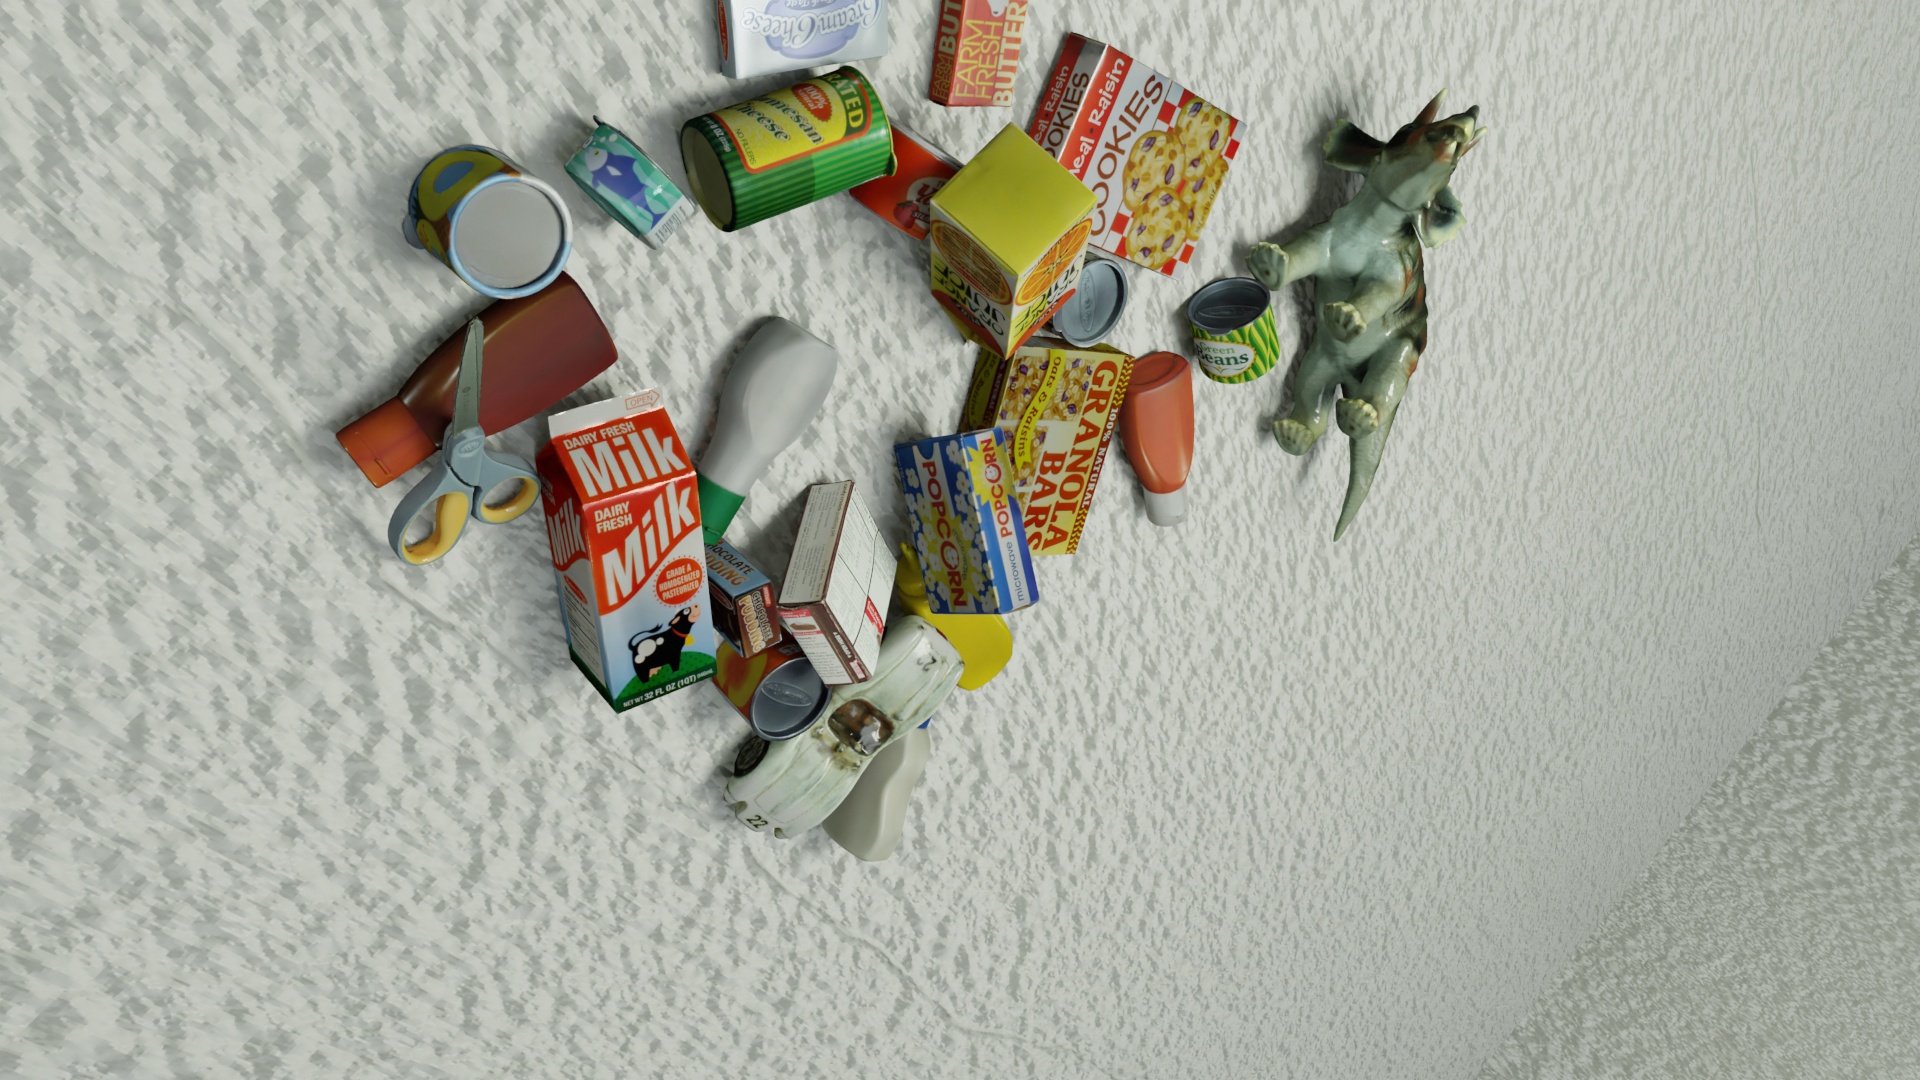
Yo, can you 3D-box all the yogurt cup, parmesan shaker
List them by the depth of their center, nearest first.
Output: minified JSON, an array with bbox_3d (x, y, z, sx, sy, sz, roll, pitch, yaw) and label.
[{"bbox_3d":[-0.098,-0.221,0.791,0.103,0.071,0.071,-27,130,-23],"label":"parmesan shaker"},{"bbox_3d":[-0.032,-0.222,0.858,0.072,0.072,0.054,19,110,-46],"label":"yogurt cup"}]

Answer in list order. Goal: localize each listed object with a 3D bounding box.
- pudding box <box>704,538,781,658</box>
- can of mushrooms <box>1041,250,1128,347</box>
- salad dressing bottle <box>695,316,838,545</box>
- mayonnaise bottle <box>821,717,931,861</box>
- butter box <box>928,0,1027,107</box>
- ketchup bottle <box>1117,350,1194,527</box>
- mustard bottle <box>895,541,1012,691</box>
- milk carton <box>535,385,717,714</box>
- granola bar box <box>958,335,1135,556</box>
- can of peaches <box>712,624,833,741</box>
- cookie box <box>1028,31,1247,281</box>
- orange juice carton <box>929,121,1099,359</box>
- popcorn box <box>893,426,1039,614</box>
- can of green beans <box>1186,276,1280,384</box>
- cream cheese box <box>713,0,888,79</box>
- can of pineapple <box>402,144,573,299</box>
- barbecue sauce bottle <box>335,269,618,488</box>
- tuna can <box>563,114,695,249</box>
[{"bbox_3d":[-0.150,0.033,0.895,0.030,0.084,0.049,-25,129,-28],"label":"pudding box"},{"bbox_3d":[0.085,-0.176,1.008,0.071,0.033,0.070,-22,128,-30],"label":"can of mushrooms"},{"bbox_3d":[-0.133,-0.068,0.879,0.064,0.044,0.147,26,98,-47],"label":"salad dressing bottle"},{"bbox_3d":[-0.056,0.171,1.080,0.041,0.065,0.148,14,102,-52],"label":"mayonnaise bottle"},{"bbox_3d":[0.013,-0.322,0.864,0.053,0.024,0.103,-11,122,-37],"label":"butter box"},{"bbox_3d":[0.162,-0.077,1.129,0.065,0.043,0.148,-32,132,-21],"label":"ketchup bottle"},{"bbox_3d":[-0.012,0.048,1.050,0.065,0.049,0.159,-41,134,-12],"label":"mustard bottle"},{"bbox_3d":[-0.202,0.001,0.838,0.072,0.073,0.189,-21,127,-30],"label":"milk carton"},{"bbox_3d":[0.054,-0.070,1.043,0.124,0.039,0.165,-1,115,-40],"label":"granola bar box"},{"bbox_3d":[-0.130,0.095,0.970,0.071,0.058,0.071,-21,126,-31],"label":"can of peaches"},{"bbox_3d":[0.117,-0.265,0.978,0.167,0.040,0.122,10,108,-45],"label":"cookie box"},{"bbox_3d":[0.030,-0.179,0.895,0.072,0.073,0.192,-46,172,-9],"label":"orange juice carton"},{"bbox_3d":[0.003,-0.012,0.967,0.038,0.085,0.126,-17,97,-34],"label":"popcorn box"},{"bbox_3d":[0.218,-0.167,1.106,0.071,0.071,0.057,-39,135,-16],"label":"can of green beans"},{"bbox_3d":[-0.089,-0.297,0.790,0.104,0.024,0.053,-21,129,-30],"label":"cream cheese box"},{"bbox_3d":[-0.242,-0.162,0.714,0.071,0.058,0.070,-21,128,-30],"label":"can of pineapple"},{"bbox_3d":[-0.263,-0.084,0.755,0.149,0.044,0.064,-38,137,-17],"label":"barbecue sauce bottle"},{"bbox_3d":[-0.180,-0.192,0.747,0.033,0.071,0.071,-49,136,-4],"label":"tuna can"}]
